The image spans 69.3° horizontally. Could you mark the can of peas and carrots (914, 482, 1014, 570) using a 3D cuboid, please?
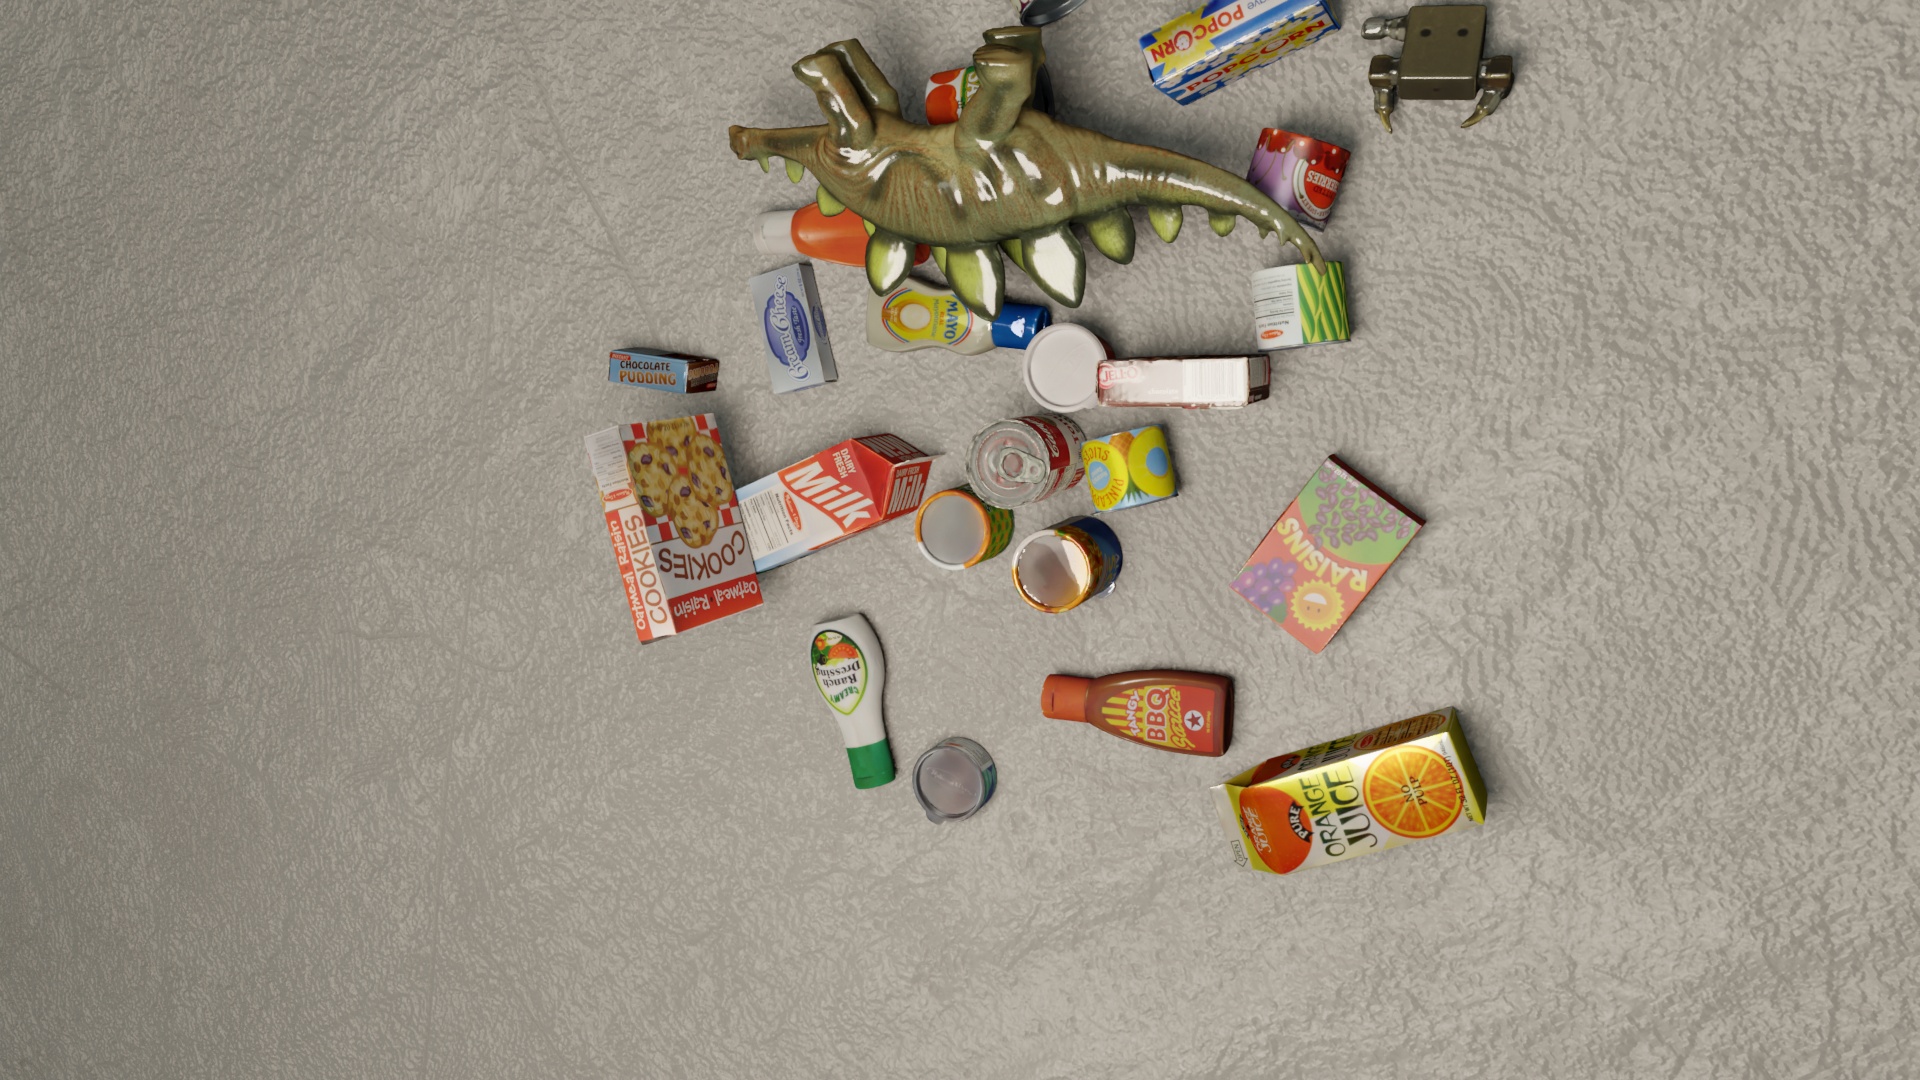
[{"bbox_3d":[0.004,-0.014,1.129,0.071,0.059,0.071,3,99,22],"label":"can of peas and carrots"}]

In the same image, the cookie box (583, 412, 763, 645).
[{"bbox_3d":[-0.227,-0.012,1.112,0.040,0.123,0.167,-14,92,27],"label":"cookie box"}]

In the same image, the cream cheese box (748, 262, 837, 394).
[{"bbox_3d":[-0.143,-0.180,1.187,0.053,0.024,0.103,-12,92,25],"label":"cream cheese box"}]

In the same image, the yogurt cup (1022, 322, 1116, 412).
[{"bbox_3d":[0.088,-0.135,1.080,0.072,0.054,0.072,3,98,22],"label":"yogurt cup"}]

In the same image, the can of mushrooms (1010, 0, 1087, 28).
[{"bbox_3d":[0.066,-0.418,1.045,0.071,0.071,0.033,-28,86,24],"label":"can of mushrooms"}]

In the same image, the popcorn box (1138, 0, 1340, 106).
[{"bbox_3d":[0.199,-0.360,0.986,0.126,0.085,0.038,-21,88,24],"label":"popcorn box"}]

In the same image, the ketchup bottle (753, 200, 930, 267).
[{"bbox_3d":[-0.099,-0.257,1.147,0.149,0.044,0.064,3,102,22],"label":"ketchup bottle"}]

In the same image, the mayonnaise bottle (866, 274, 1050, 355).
[{"bbox_3d":[-0.003,-0.178,1.119,0.148,0.041,0.064,10,102,22],"label":"mayonnaise bottle"}]

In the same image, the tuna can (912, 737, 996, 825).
[{"bbox_3d":[-0.005,0.204,1.177,0.071,0.033,0.071,3,98,22],"label":"tuna can"}]

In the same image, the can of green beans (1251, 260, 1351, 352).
[{"bbox_3d":[0.246,-0.168,1.003,0.071,0.071,0.057,-4,95,23],"label":"can of green beans"}]

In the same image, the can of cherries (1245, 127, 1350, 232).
[{"bbox_3d":[0.240,-0.257,0.992,0.071,0.071,0.058,22,104,18],"label":"can of cherries"}]

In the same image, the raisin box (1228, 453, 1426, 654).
[{"bbox_3d":[0.271,0.010,1.032,0.086,0.040,0.123,38,108,13],"label":"raisin box"}]

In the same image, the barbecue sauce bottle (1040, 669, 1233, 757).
[{"bbox_3d":[0.139,0.131,1.101,0.148,0.044,0.064,5,100,22],"label":"barbecue sauce bottle"}]

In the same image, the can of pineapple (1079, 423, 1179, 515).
[{"bbox_3d":[0.128,-0.054,1.066,0.071,0.071,0.058,-13,92,24],"label":"can of pineapple"}]

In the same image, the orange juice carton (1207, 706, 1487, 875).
[{"bbox_3d":[0.283,0.191,1.033,0.192,0.073,0.072,-22,89,24],"label":"orange juice carton"}]

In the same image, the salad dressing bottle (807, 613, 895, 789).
[{"bbox_3d":[-0.090,0.139,1.197,0.064,0.044,0.147,-13,92,23],"label":"salad dressing bottle"}]

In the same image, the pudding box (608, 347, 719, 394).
[{"bbox_3d":[-0.262,-0.150,1.226,0.084,0.050,0.030,11,103,21],"label":"pudding box"}]

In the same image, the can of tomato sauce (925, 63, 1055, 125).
[{"bbox_3d":[0.022,-0.335,1.071,0.083,0.071,0.071,-3,96,23],"label":"can of tomato sauce"}]

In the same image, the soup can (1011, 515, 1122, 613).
[{"bbox_3d":[0.086,0.020,1.086,0.071,0.084,0.071,3,99,22],"label":"soup can"}]

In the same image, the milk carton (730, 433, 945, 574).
[{"bbox_3d":[-0.107,-0.036,1.165,0.190,0.072,0.073,-22,89,25],"label":"milk carton"}]
